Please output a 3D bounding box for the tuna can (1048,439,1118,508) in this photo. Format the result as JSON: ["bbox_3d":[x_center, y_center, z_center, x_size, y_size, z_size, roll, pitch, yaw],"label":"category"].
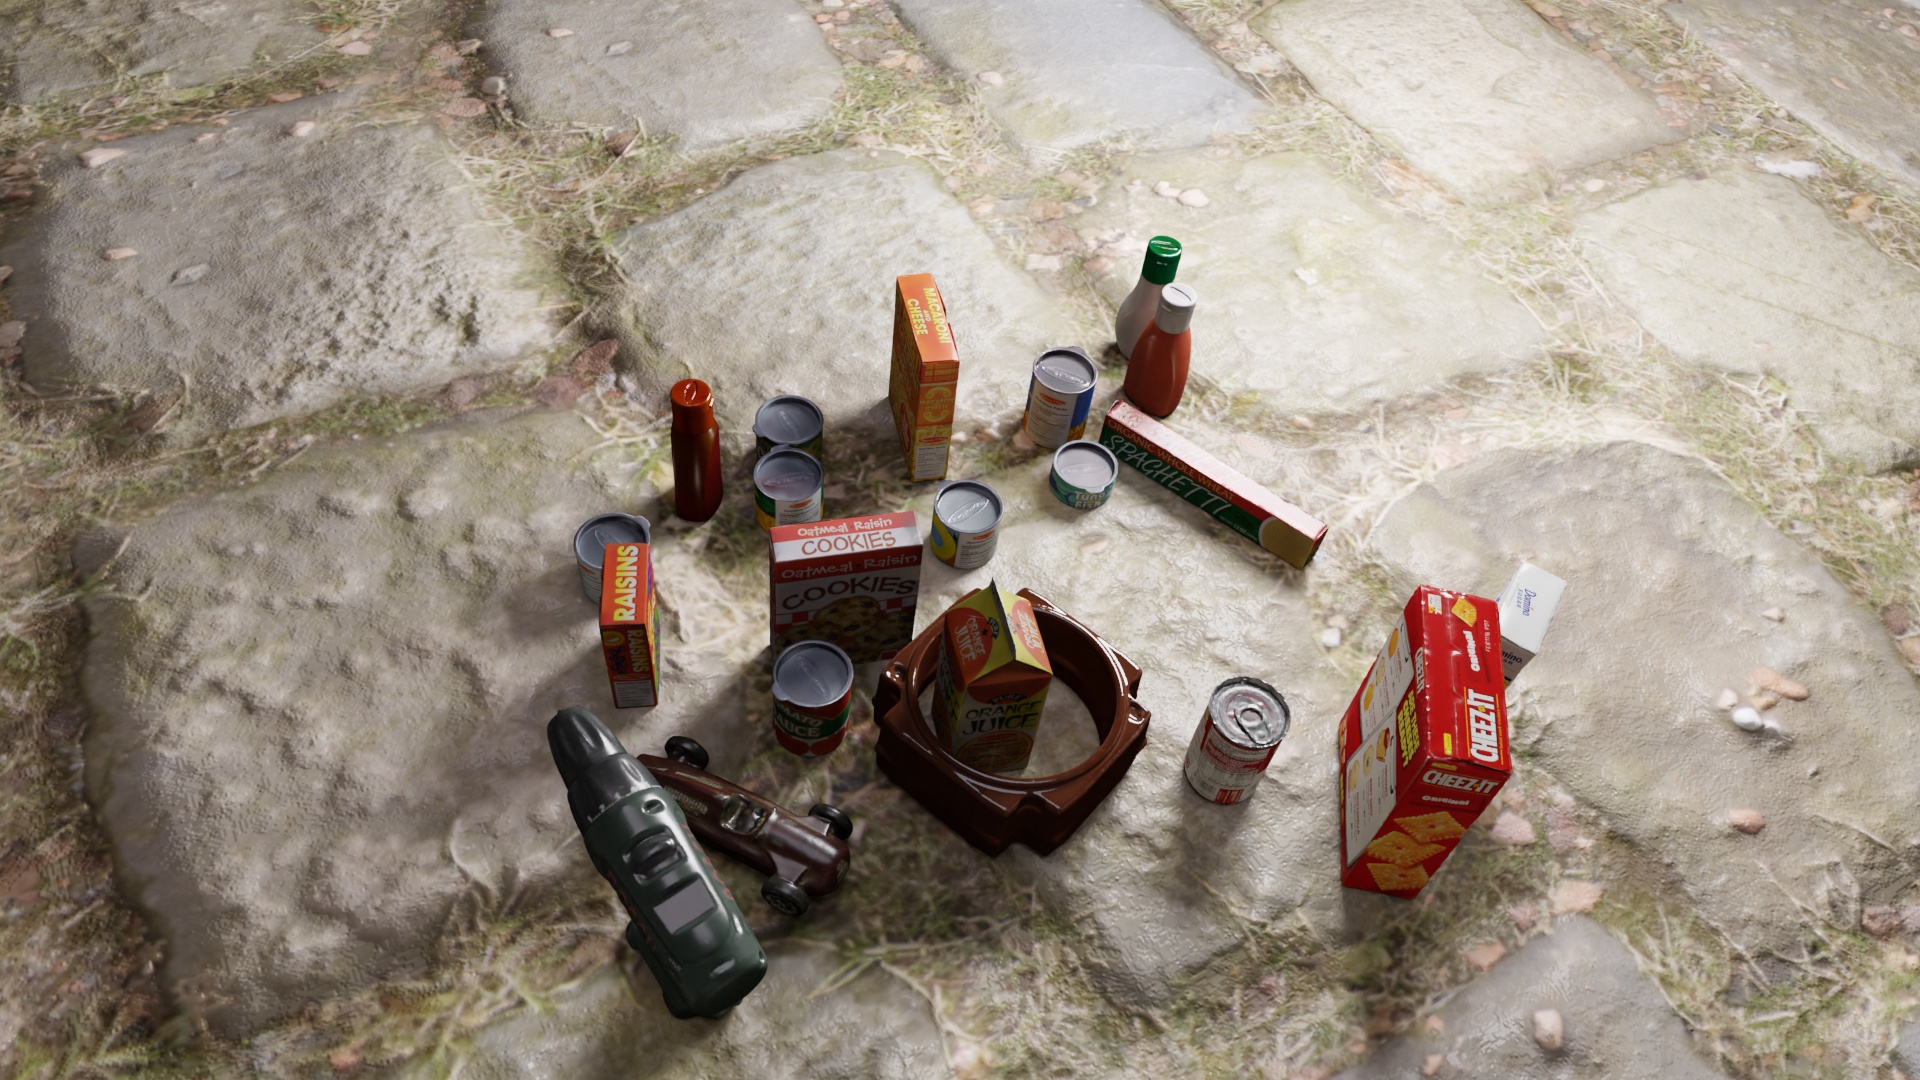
[{"bbox_3d":[0.123,-0.064,1.390,0.071,0.032,0.071,4,51,-4],"label":"tuna can"}]

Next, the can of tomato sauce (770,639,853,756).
[{"bbox_3d":[-0.126,0.134,1.165,0.071,0.082,0.071,4,51,-4],"label":"can of tomato sauce"}]

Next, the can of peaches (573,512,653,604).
[{"bbox_3d":[-0.310,0.017,1.253,0.071,0.057,0.071,4,51,-4],"label":"can of peaches"}]

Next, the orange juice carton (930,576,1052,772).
[{"bbox_3d":[0.025,0.113,1.131,0.073,0.191,0.072,-7,52,-12],"label":"orange juice carton"}]

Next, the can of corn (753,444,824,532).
[{"bbox_3d":[-0.164,-0.047,1.323,0.071,0.058,0.071,4,51,-4],"label":"can of corn"}]

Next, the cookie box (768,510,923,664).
[{"bbox_3d":[-0.100,0.046,1.186,0.123,0.166,0.040,-7,53,-13],"label":"cookie box"}]

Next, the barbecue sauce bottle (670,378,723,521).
[{"bbox_3d":[-0.245,-0.086,1.286,0.044,0.147,0.065,8,51,-1],"label":"barbecue sauce bottle"}]

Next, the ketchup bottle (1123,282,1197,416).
[{"bbox_3d":[0.210,-0.198,1.435,0.065,0.148,0.044,40,57,23],"label":"ketchup bottle"}]

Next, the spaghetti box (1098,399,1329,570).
[{"bbox_3d":[0.247,-0.057,1.389,0.250,0.049,0.029,34,55,19],"label":"spaghetti box"}]

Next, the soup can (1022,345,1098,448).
[{"bbox_3d":[0.102,-0.147,1.421,0.071,0.083,0.072,4,51,-4],"label":"soup can"}]

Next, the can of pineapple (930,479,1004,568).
[{"bbox_3d":[0.005,-0.017,1.320,0.071,0.057,0.071,4,51,-4],"label":"can of pineapple"}]

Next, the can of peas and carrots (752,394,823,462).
[{"bbox_3d":[-0.170,-0.099,1.364,0.071,0.058,0.071,4,51,-4],"label":"can of peas and carrots"}]

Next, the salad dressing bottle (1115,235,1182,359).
[{"bbox_3d":[0.204,-0.257,1.482,0.064,0.146,0.044,12,51,3],"label":"salad dressing bottle"}]

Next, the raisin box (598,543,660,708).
[{"bbox_3d":[-0.278,0.072,1.171,0.040,0.122,0.086,-1,51,-8],"label":"raisin box"}]

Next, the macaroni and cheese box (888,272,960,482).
[{"bbox_3d":[-0.037,-0.159,1.360,0.040,0.165,0.124,-7,52,-12],"label":"macaroni and cheese box"}]
